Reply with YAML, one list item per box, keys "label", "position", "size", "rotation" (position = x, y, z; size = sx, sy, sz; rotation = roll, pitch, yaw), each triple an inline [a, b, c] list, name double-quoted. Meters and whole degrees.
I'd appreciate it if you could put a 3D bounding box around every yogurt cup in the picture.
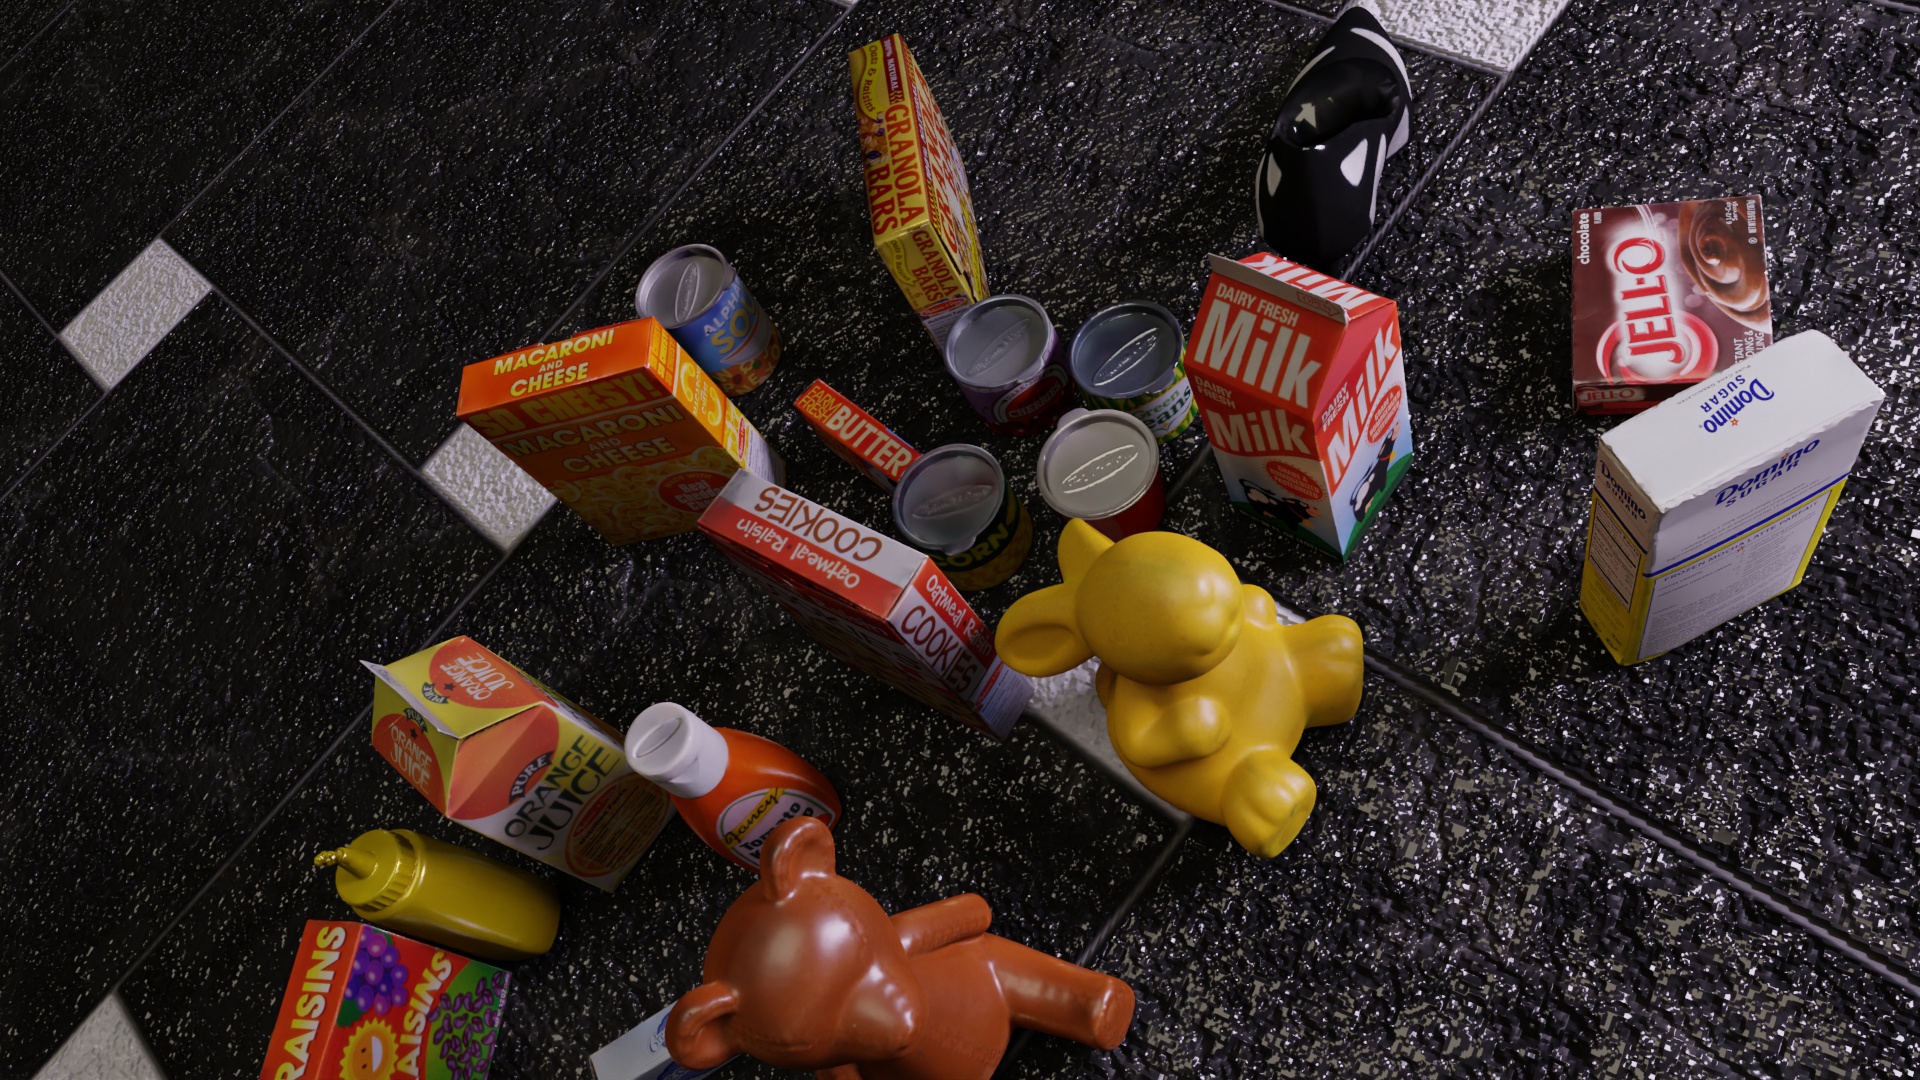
- label: "yogurt cup"
  position: [0.082, -0.031, 0.770]
  size: [0.072, 0.053, 0.073]
  rotation: [-10, 60, 17]

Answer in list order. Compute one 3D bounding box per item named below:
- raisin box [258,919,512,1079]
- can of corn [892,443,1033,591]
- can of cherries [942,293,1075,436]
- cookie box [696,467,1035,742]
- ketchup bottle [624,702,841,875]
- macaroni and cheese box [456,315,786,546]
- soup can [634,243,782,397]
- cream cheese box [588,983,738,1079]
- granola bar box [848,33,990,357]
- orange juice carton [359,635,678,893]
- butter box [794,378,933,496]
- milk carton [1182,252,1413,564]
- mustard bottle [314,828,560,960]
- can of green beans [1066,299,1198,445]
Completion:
- label: "raisin box"
  position: [-0.294, 0.253, 0.720]
  size: [0.040, 0.123, 0.086]
  rotation: [-4, 62, 20]
- label: "can of corn"
  position: [0.003, -0.010, 0.787]
  size: [0.071, 0.058, 0.071]
  rotation: [-10, 60, 17]
- label: "can of cherries"
  position: [0.031, -0.102, 0.827]
  size: [0.071, 0.058, 0.072]
  rotation: [-10, 60, 17]
- label: "cookie box"
  position: [-0.044, 0.037, 0.714]
  size: [0.123, 0.167, 0.040]
  rotation: [24, 74, 31]
- label: "ketchup bottle"
  position: [-0.117, 0.124, 0.705]
  size: [0.065, 0.148, 0.044]
  rotation: [-40, 56, -2]
- label: "macaroni and cheese box"
  position: [-0.196, -0.060, 0.829]
  size: [0.123, 0.166, 0.040]
  rotation: [-12, 59, 16]
- label: "soup can"
  position: [-0.161, -0.143, 0.911]
  size: [0.071, 0.083, 0.071]
  rotation: [-10, 60, 17]
- label: "cream cheese box"
  position: [-0.128, 0.247, 0.699]
  size: [0.104, 0.053, 0.024]
  rotation: [-33, 56, 2]
- label: "granola bar box"
  position: [-0.023, -0.214, 0.872]
  size: [0.039, 0.124, 0.166]
  rotation: [-17, 58, 13]
- label: "orange juice carton"
  position: [-0.232, 0.115, 0.730]
  size: [0.072, 0.192, 0.073]
  rotation: [30, 77, 32]
- label: "butter box"
  position: [-0.053, -0.054, 0.837]
  size: [0.104, 0.053, 0.024]
  rotation: [37, 81, 33]
- label: "milk carton"
  position: [0.166, -0.071, 0.676]
  size: [0.072, 0.190, 0.073]
  rotation: [30, 77, 32]
- label: "mustard bottle"
  position: [-0.277, 0.183, 0.729]
  size: [0.065, 0.159, 0.049]
  rotation: [-6, 61, 19]
- label: "can of green beans"
  position: [0.100, -0.094, 0.795]
  size: [0.071, 0.057, 0.071]
  rotation: [-10, 60, 17]
